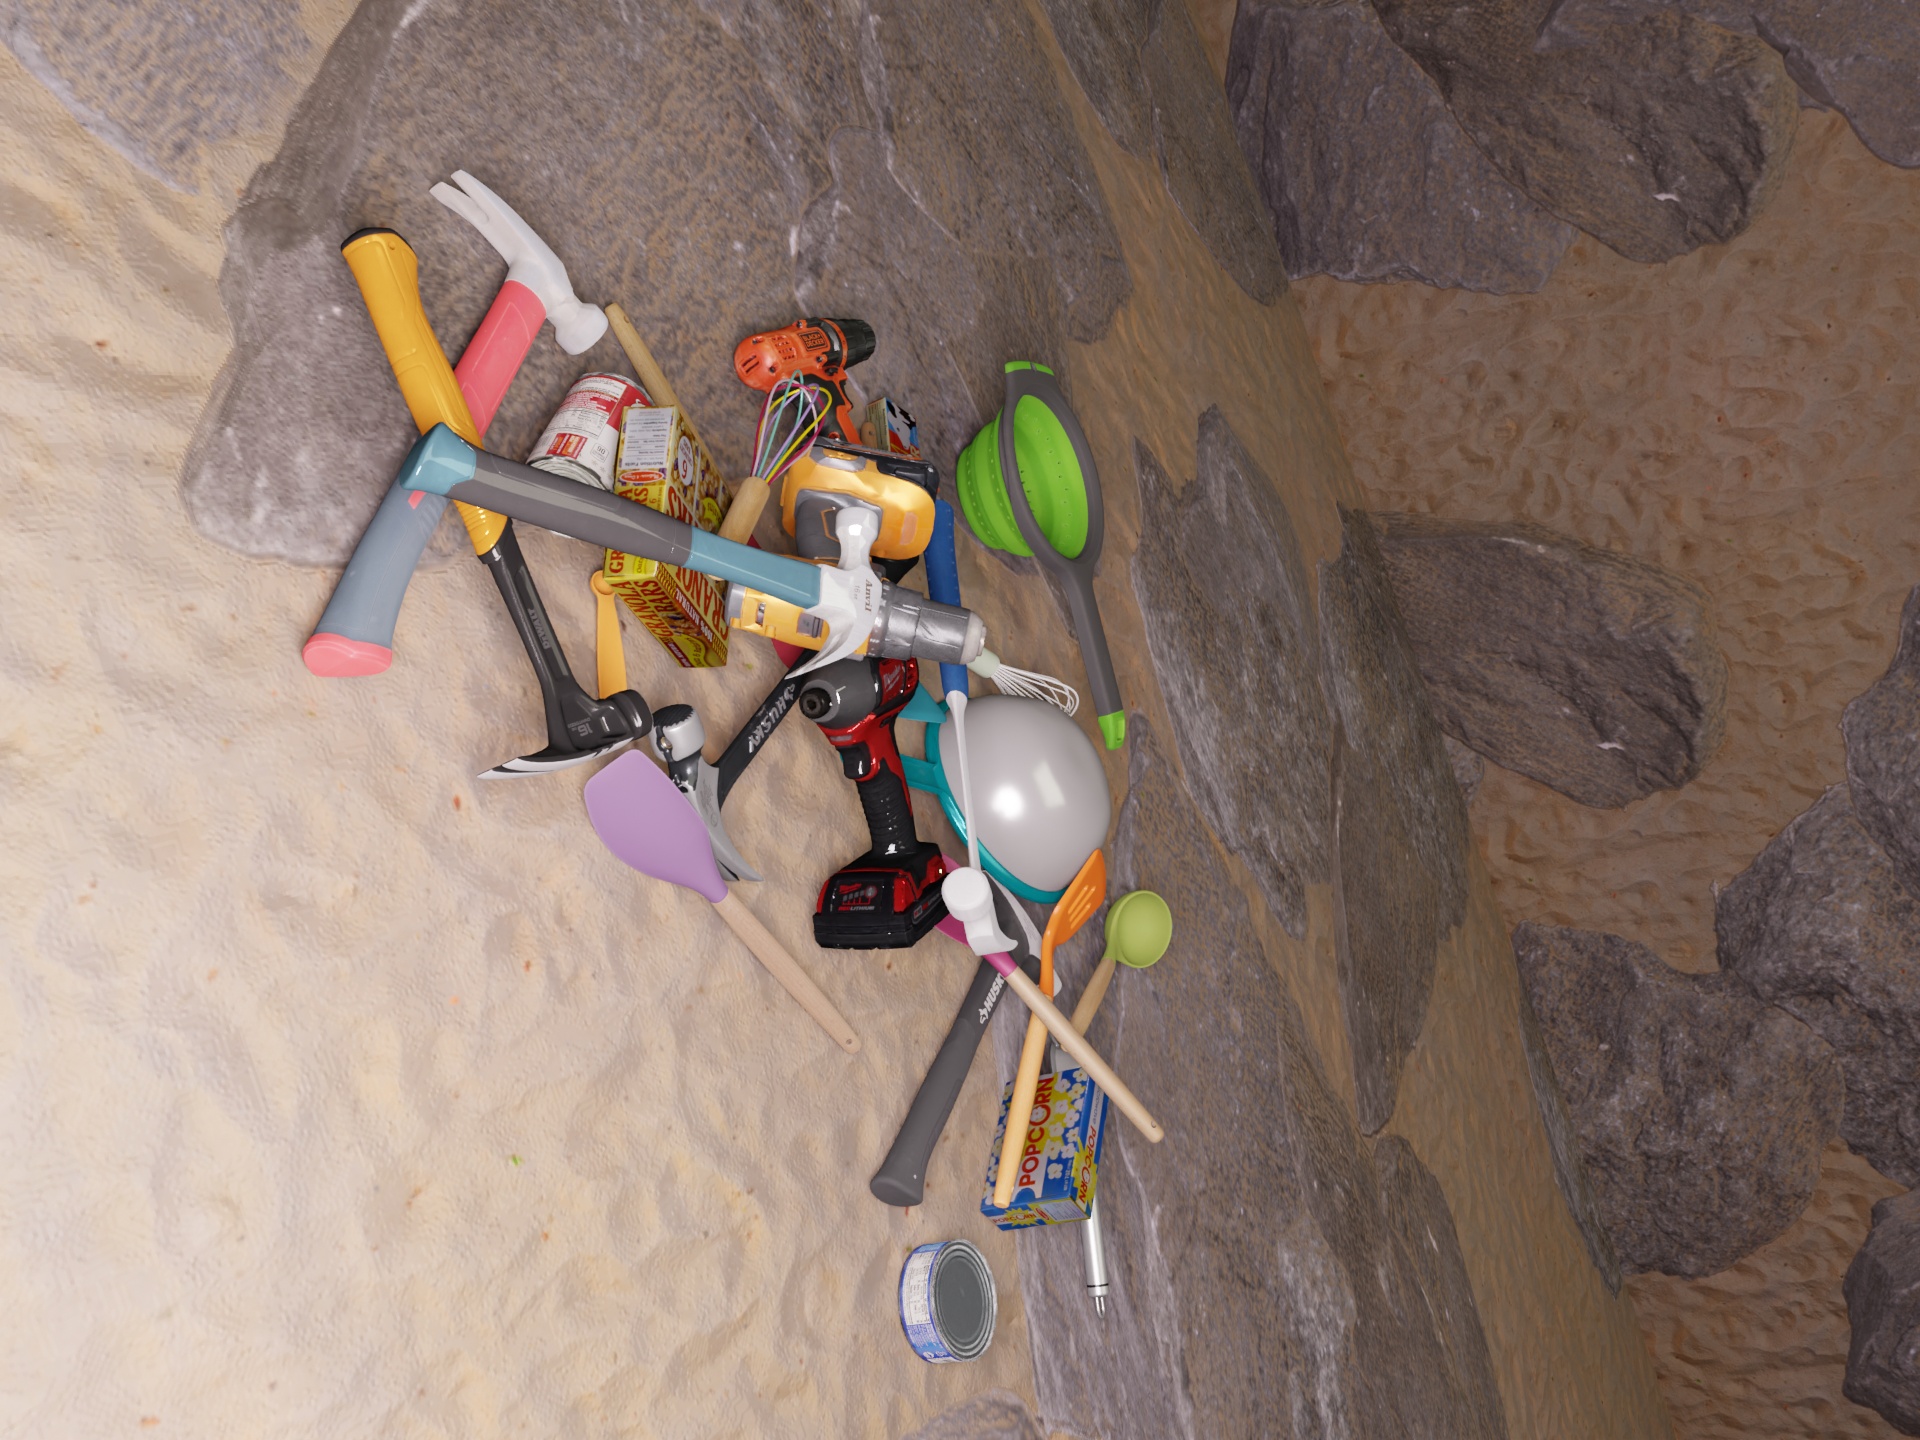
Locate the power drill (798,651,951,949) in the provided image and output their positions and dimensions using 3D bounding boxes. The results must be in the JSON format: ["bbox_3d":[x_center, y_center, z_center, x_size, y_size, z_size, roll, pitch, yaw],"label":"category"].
[{"bbox_3d":[-0.069,0.053,1.185,0.143,0.078,0.219,-30,115,-67],"label":"power drill"}]

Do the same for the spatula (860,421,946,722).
[{"bbox_3d":[-0.068,-0.135,1.390,0.082,0.044,0.318,10,60,-28],"label":"spatula"}]

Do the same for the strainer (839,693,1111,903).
[{"bbox_3d":[0.034,0.039,1.375,0.340,0.095,0.211,18,46,-53],"label":"strainer"}]

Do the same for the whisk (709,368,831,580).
[{"bbox_3d":[-0.140,-0.183,1.161,0.047,0.051,0.245,17,43,-2],"label":"whisk"}]

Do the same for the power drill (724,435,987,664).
[{"bbox_3d":[-0.065,-0.122,1.195,0.226,0.185,0.084,-80,-177,-55],"label":"power drill"}]

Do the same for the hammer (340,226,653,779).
[{"bbox_3d":[-0.290,-0.130,0.938,0.127,0.034,0.337,-26,94,-60],"label":"hammer"}]

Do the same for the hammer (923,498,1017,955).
[{"bbox_3d":[-0.002,-0.004,1.269,0.143,0.035,0.406,70,11,-57],"label":"hammer"}]

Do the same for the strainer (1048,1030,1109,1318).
[{"bbox_3d":[0.111,0.391,1.405,0.086,0.050,0.259,35,47,-68],"label":"strainer"}]

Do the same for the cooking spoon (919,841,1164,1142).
[{"bbox_3d":[0.058,0.226,1.308,0.319,0.017,0.069,48,43,-1],"label":"cooking spoon"}]

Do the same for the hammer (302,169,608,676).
[{"bbox_3d":[-0.327,-0.185,0.982,0.143,0.038,0.387,47,37,-35],"label":"hammer"}]

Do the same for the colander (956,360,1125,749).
[{"bbox_3d":[0.080,-0.158,1.610,0.204,0.094,0.397,-15,91,-61],"label":"colander"}]

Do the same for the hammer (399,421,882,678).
[{"bbox_3d":[-0.182,-0.113,0.980,0.330,0.033,0.128,16,67,-40],"label":"hammer"}]

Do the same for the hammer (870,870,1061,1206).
[{"bbox_3d":[-0.002,0.260,1.289,0.146,0.035,0.335,61,31,-19],"label":"hammer"}]

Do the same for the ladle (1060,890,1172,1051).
[{"bbox_3d":[0.144,0.236,1.477,0.320,0.062,0.078,-39,119,-70],"label":"ladle"}]

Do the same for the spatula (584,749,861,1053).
[{"bbox_3d":[-0.154,0.138,1.097,0.315,0.060,0.018,55,-5,-35],"label":"spatula"}]

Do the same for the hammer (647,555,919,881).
[{"bbox_3d":[-0.113,-0.040,1.218,0.409,0.036,0.149,-58,141,-52],"label":"hammer"}]

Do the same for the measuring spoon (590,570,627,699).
[{"bbox_3d":[-0.240,-0.046,1.081,0.021,0.011,0.117,4,73,-40],"label":"measuring spoon"}]

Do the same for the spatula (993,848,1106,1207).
[{"bbox_3d":[0.075,0.257,1.344,0.080,0.041,0.323,77,23,-50],"label":"spatula"}]

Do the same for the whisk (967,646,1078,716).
[{"bbox_3d":[0.032,-0.048,1.512,0.246,0.059,0.058,31,29,-43],"label":"whisk"}]

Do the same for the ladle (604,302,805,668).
[{"bbox_3d":[-0.188,-0.178,1.231,0.315,0.031,0.069,61,29,-16],"label":"ladle"}]
